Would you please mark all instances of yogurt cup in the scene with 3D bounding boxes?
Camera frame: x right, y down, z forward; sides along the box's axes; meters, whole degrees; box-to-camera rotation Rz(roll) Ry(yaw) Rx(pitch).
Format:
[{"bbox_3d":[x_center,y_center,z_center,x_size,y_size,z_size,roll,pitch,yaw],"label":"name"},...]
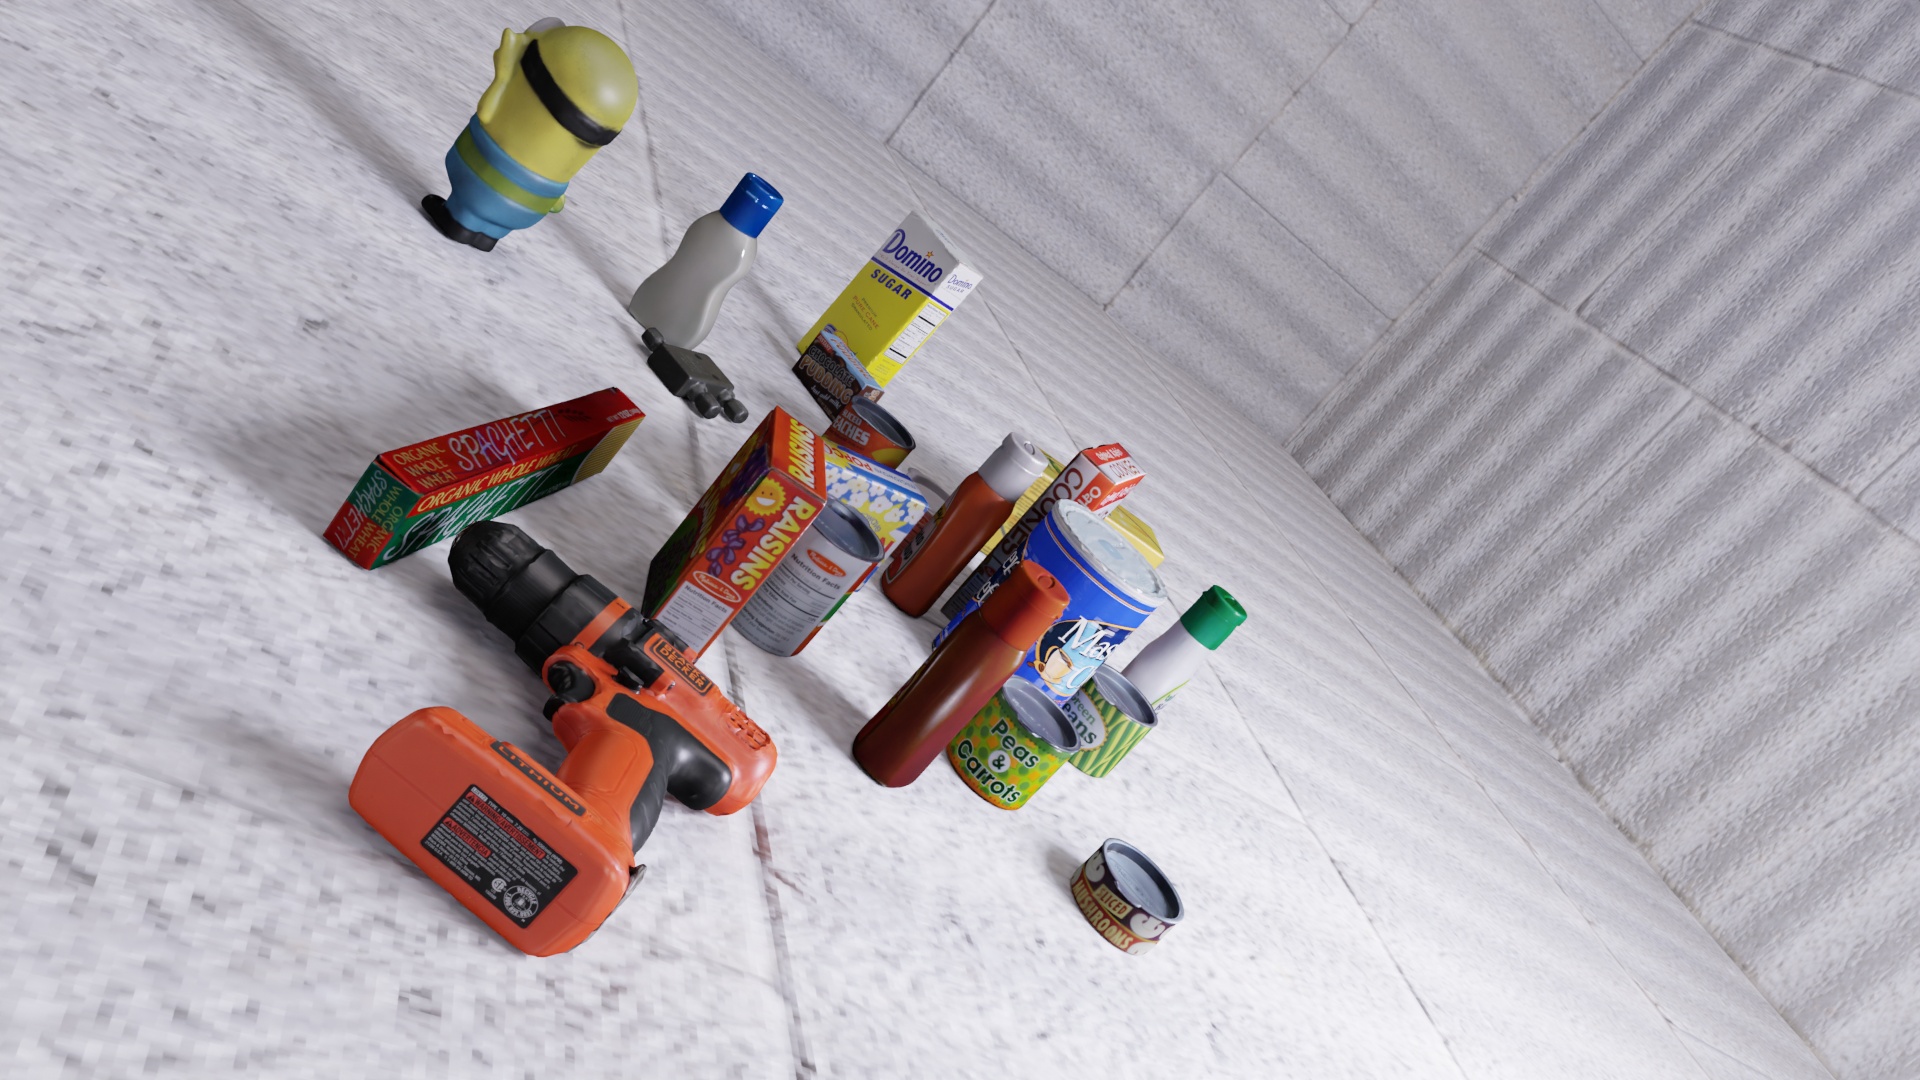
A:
[{"bbox_3d":[-0.032,-0.013,1.096,0.072,0.053,0.073,37,18,-14],"label":"yogurt cup"}]

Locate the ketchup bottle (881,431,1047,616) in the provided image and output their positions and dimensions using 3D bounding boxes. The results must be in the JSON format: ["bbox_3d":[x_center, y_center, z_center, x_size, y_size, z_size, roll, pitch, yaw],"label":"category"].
[{"bbox_3d":[0.004,-0.013,1.013,0.043,0.148,0.065,39,17,-8],"label":"ketchup bottle"}]

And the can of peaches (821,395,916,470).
[{"bbox_3d":[-0.082,-0.077,1.141,0.071,0.058,0.071,37,18,-14],"label":"can of peaches"}]

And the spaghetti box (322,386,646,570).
[{"bbox_3d":[-0.238,-0.039,0.731,0.028,0.050,0.251,41,17,-1],"label":"spaghetti box"}]

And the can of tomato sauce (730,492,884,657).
[{"bbox_3d":[-0.097,0.018,0.836,0.071,0.083,0.071,37,17,-14],"label":"can of tomato sauce"}]

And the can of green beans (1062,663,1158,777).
[{"bbox_3d":[0.102,0.132,1.023,0.071,0.057,0.071,37,18,-14],"label":"can of green beans"}]

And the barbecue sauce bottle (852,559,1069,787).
[{"bbox_3d":[0.002,0.076,0.795,0.044,0.148,0.065,44,17,7],"label":"barbecue sauce bottle"}]

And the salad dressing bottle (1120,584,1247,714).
[{"bbox_3d":[0.159,0.098,1.076,0.044,0.147,0.064,46,18,16],"label":"salad dressing bottle"}]

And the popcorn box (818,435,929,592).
[{"bbox_3d":[-0.093,-0.021,0.933,0.126,0.085,0.038,23,25,-46],"label":"popcorn box"}]

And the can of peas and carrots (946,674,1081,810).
[{"bbox_3d":[0.033,0.129,0.882,0.071,0.058,0.071,37,18,-14],"label":"can of peas and carrots"}]

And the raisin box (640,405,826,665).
[{"bbox_3d":[-0.125,-0.004,0.763,0.040,0.123,0.086,35,18,-20],"label":"raisin box"}]

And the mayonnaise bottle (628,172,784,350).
[{"bbox_3d":[-0.196,-0.221,1.095,0.065,0.147,0.041,41,17,0],"label":"mayonnaise bottle"}]

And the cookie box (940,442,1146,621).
[{"bbox_3d":[0.067,-0.003,1.091,0.040,0.167,0.123,44,17,8],"label":"cookie box"}]

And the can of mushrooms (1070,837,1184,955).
[{"bbox_3d":[0.101,0.219,0.852,0.071,0.033,0.071,37,18,-14],"label":"can of mushrooms"}]

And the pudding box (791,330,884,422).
[{"bbox_3d":[-0.111,-0.145,1.258,0.030,0.049,0.084,16,30,-54],"label":"pudding box"}]
